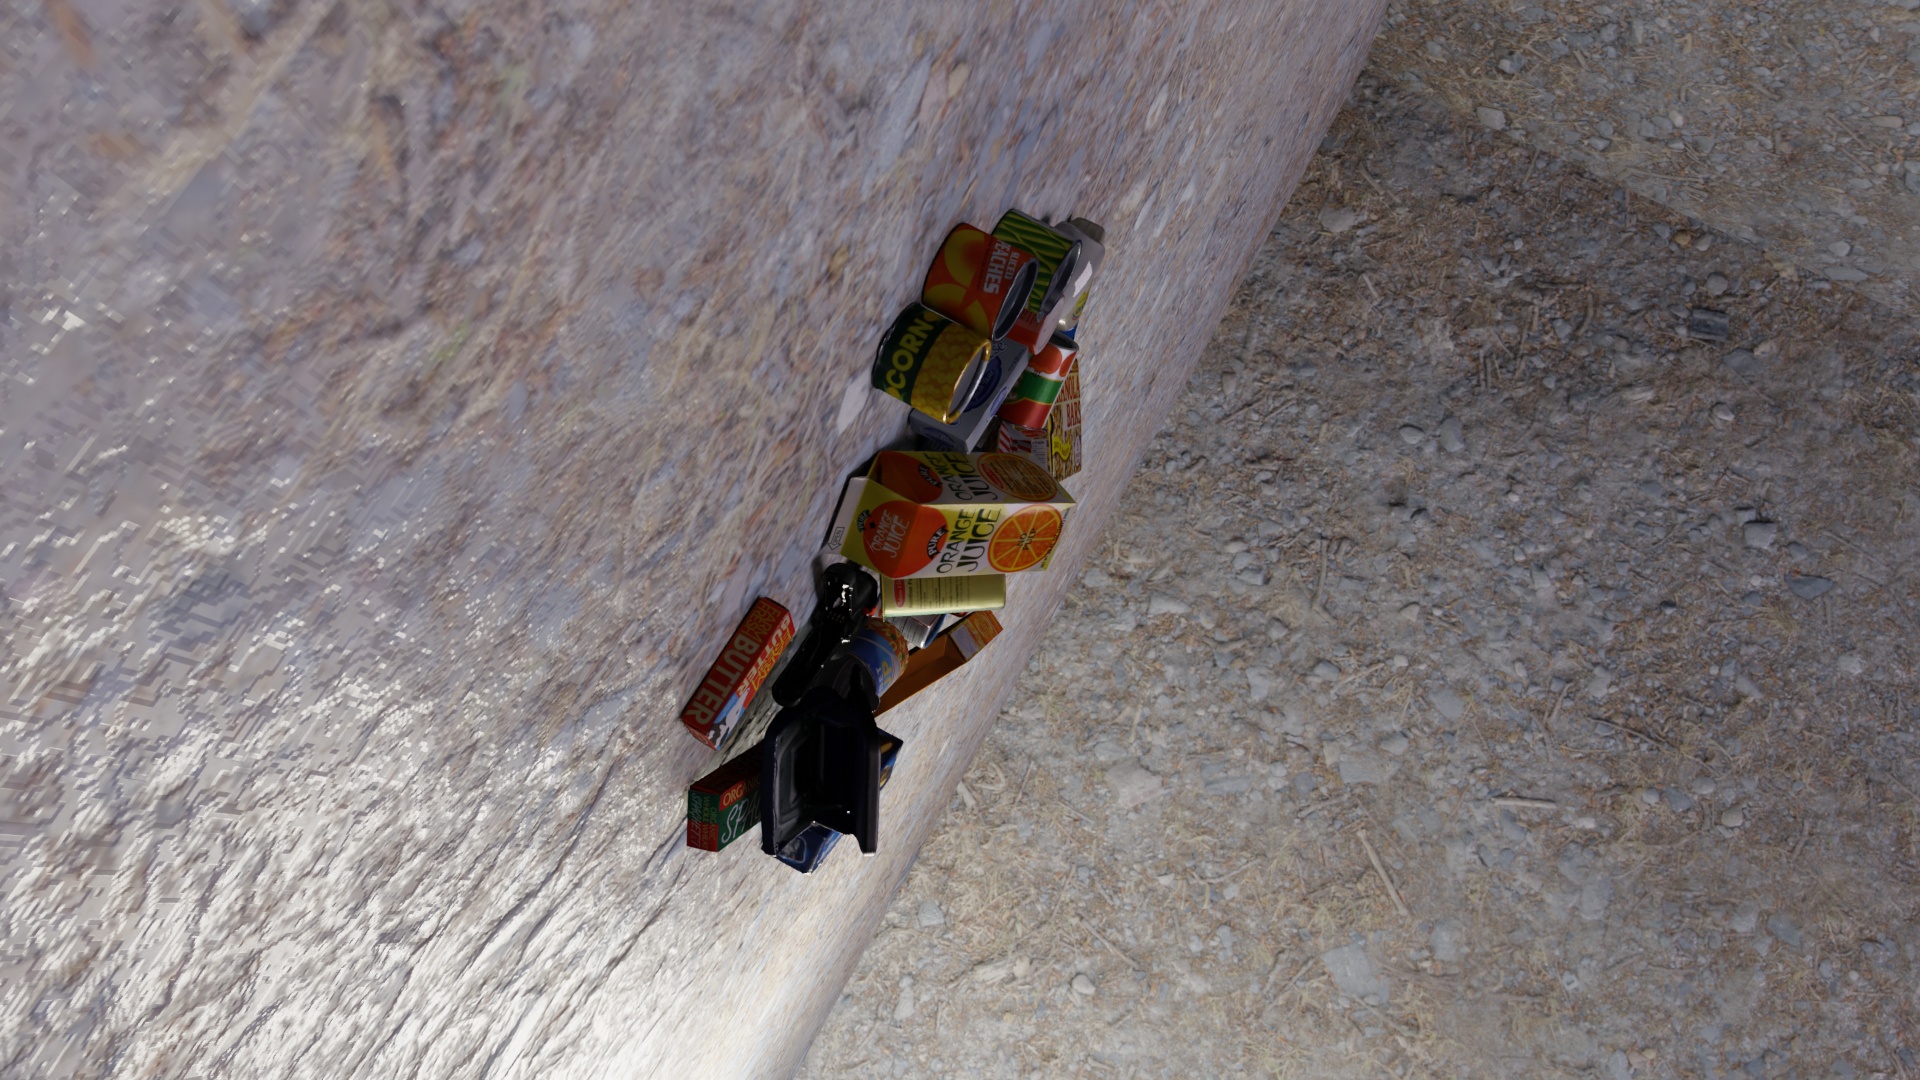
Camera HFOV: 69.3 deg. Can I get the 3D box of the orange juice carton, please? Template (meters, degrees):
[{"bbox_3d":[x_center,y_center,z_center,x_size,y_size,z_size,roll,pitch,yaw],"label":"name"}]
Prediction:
[{"bbox_3d":[-0.013,-0.021,1.083,0.193,0.073,0.071,-2,128,-35],"label":"orange juice carton"}]

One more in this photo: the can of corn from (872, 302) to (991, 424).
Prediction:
[{"bbox_3d":[-0.020,-0.121,0.953,0.071,0.058,0.071,-59,170,-17],"label":"can of corn"}]

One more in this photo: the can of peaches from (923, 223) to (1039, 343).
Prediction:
[{"bbox_3d":[0.014,-0.181,0.965,0.071,0.058,0.071,-58,169,-17],"label":"can of peaches"}]

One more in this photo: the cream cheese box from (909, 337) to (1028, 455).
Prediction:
[{"bbox_3d":[0.007,-0.121,1.108,0.104,0.053,0.024,-58,163,-24],"label":"cream cheese box"}]

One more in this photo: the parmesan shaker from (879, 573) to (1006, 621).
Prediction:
[{"bbox_3d":[-0.016,0.031,1.169,0.071,0.103,0.071,-179,-94,-85],"label":"parmesan shaker"}]

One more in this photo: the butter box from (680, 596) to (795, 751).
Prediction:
[{"bbox_3d":[-0.153,0.092,0.962,0.104,0.024,0.053,-58,170,-18],"label":"butter box"}]

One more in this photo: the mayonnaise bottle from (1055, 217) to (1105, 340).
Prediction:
[{"bbox_3d":[0.101,-0.235,1.314,0.065,0.041,0.147,-58,170,-28],"label":"mayonnaise bottle"}]

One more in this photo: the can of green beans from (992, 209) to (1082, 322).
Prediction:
[{"bbox_3d":[0.053,-0.214,1.072,0.071,0.058,0.071,-59,170,-16],"label":"can of green beans"}]

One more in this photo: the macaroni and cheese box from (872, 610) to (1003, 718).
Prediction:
[{"bbox_3d":[-0.031,0.129,1.500,0.123,0.040,0.167,-32,179,17],"label":"macaroni and cheese box"}]

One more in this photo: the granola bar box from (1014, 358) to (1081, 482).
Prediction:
[{"bbox_3d":[0.092,-0.125,1.429,0.166,0.039,0.124,-28,116,-73],"label":"granola bar box"}]

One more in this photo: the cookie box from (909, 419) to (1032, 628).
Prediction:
[{"bbox_3d":[0.004,-0.016,1.257,0.167,0.040,0.123,-55,-170,19],"label":"cookie box"}]

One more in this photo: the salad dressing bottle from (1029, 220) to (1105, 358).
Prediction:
[{"bbox_3d":[0.067,-0.201,1.198,0.147,0.044,0.064,-57,-144,15],"label":"salad dressing bottle"}]

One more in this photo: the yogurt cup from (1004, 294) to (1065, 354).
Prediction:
[{"bbox_3d":[0.050,-0.189,1.144,0.072,0.054,0.072,-59,170,-17],"label":"yogurt cup"}]

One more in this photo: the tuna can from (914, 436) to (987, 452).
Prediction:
[{"bbox_3d":[-0.005,-0.070,1.156,0.033,0.071,0.071,-62,170,5],"label":"tuna can"}]

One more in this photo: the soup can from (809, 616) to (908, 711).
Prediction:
[{"bbox_3d":[-0.088,0.112,1.220,0.071,0.071,0.084,-66,170,23],"label":"soup can"}]

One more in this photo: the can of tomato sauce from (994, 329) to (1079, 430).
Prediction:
[{"bbox_3d":[0.061,-0.153,1.274,0.082,0.071,0.071,-66,170,21],"label":"can of tomato sauce"}]

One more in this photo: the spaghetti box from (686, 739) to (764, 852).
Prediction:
[{"bbox_3d":[-0.148,0.187,1.145,0.251,0.029,0.050,-26,123,-66],"label":"spaghetti box"}]

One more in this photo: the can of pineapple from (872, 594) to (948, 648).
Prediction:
[{"bbox_3d":[-0.044,0.063,1.348,0.071,0.058,0.070,-59,170,-17],"label":"can of pineapple"}]
